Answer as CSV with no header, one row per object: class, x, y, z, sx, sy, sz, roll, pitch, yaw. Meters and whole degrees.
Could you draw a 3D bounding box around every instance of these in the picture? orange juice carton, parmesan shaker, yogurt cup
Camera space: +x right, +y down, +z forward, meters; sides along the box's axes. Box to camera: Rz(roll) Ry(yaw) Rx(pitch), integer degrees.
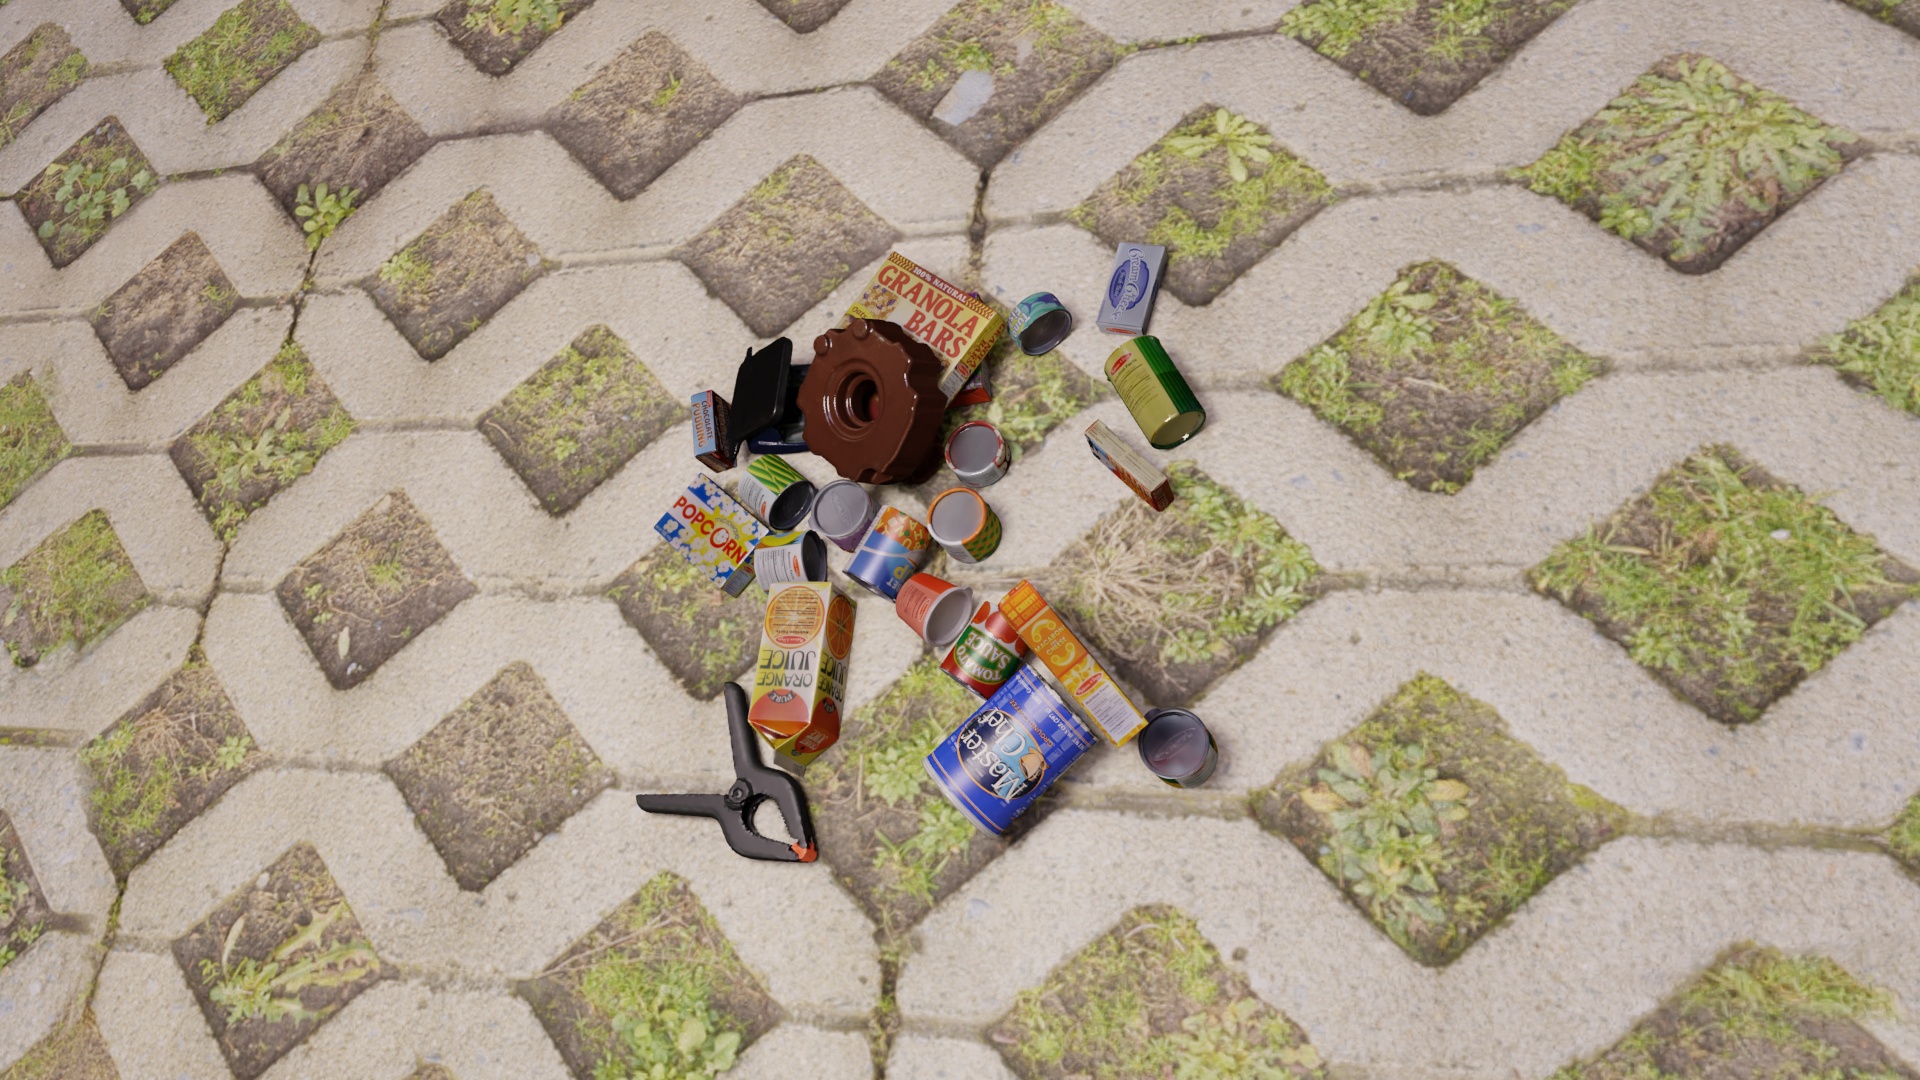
orange juice carton,-0.165,0.144,1.443,0.073,0.071,0.193,-1,69,19
parmesan shaker,0.200,-0.151,1.438,0.071,0.071,0.103,-31,64,6
yogurt cup,-0.030,0.068,1.431,0.054,0.072,0.072,30,82,35

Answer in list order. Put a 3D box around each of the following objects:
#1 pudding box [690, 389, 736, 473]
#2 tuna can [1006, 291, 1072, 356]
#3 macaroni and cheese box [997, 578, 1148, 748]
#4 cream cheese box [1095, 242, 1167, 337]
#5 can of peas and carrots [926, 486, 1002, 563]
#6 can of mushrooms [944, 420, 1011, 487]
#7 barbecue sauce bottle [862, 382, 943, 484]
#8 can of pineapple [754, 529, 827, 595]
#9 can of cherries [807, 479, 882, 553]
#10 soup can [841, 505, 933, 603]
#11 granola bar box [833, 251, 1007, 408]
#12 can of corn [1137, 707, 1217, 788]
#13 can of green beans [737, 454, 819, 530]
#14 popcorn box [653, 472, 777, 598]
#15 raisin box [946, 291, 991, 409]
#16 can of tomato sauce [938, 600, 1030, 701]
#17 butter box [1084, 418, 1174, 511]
pudding box,-0.285,-0.126,1.604,0.030,0.049,0.084,-15,65,15
tuna can,0.083,-0.235,1.507,0.071,0.071,0.033,-37,61,3
macaroni and cheese box,0.101,0.112,1.299,0.040,0.123,0.166,-41,89,1
cream cheese box,0.187,-0.274,1.512,0.053,0.024,0.104,11,74,22
can of peas and carrots,0.005,-0.018,1.455,0.071,0.058,0.071,-6,68,17
can of mushrooms,0.018,-0.095,1.495,0.071,0.033,0.071,-7,68,18
barbecue sauce bottle,-0.076,-0.132,1.531,0.149,0.044,0.064,53,132,31
can of pineapple,-0.183,0.024,1.502,0.058,0.071,0.071,-8,67,17
can of cherries,-0.123,-0.025,1.503,0.071,0.058,0.072,-6,69,17
soup can,-0.073,0.016,1.466,0.071,0.071,0.084,27,80,26
granola bar box,-0.047,-0.229,1.523,0.166,0.039,0.124,36,88,31
can of corn,0.203,0.194,1.302,0.071,0.058,0.071,-7,68,17
can of green beans,-0.204,-0.054,1.538,0.058,0.071,0.071,39,86,28
popcorn box,-0.273,-0.007,1.559,0.127,0.038,0.085,38,85,27
raisin box,-0.014,-0.210,1.548,0.086,0.040,0.124,-9,66,17
can of tomato sauce,0.028,0.112,1.389,0.071,0.071,0.083,31,82,27
butter box,0.172,-0.076,1.423,0.024,0.053,0.104,-43,63,-4
